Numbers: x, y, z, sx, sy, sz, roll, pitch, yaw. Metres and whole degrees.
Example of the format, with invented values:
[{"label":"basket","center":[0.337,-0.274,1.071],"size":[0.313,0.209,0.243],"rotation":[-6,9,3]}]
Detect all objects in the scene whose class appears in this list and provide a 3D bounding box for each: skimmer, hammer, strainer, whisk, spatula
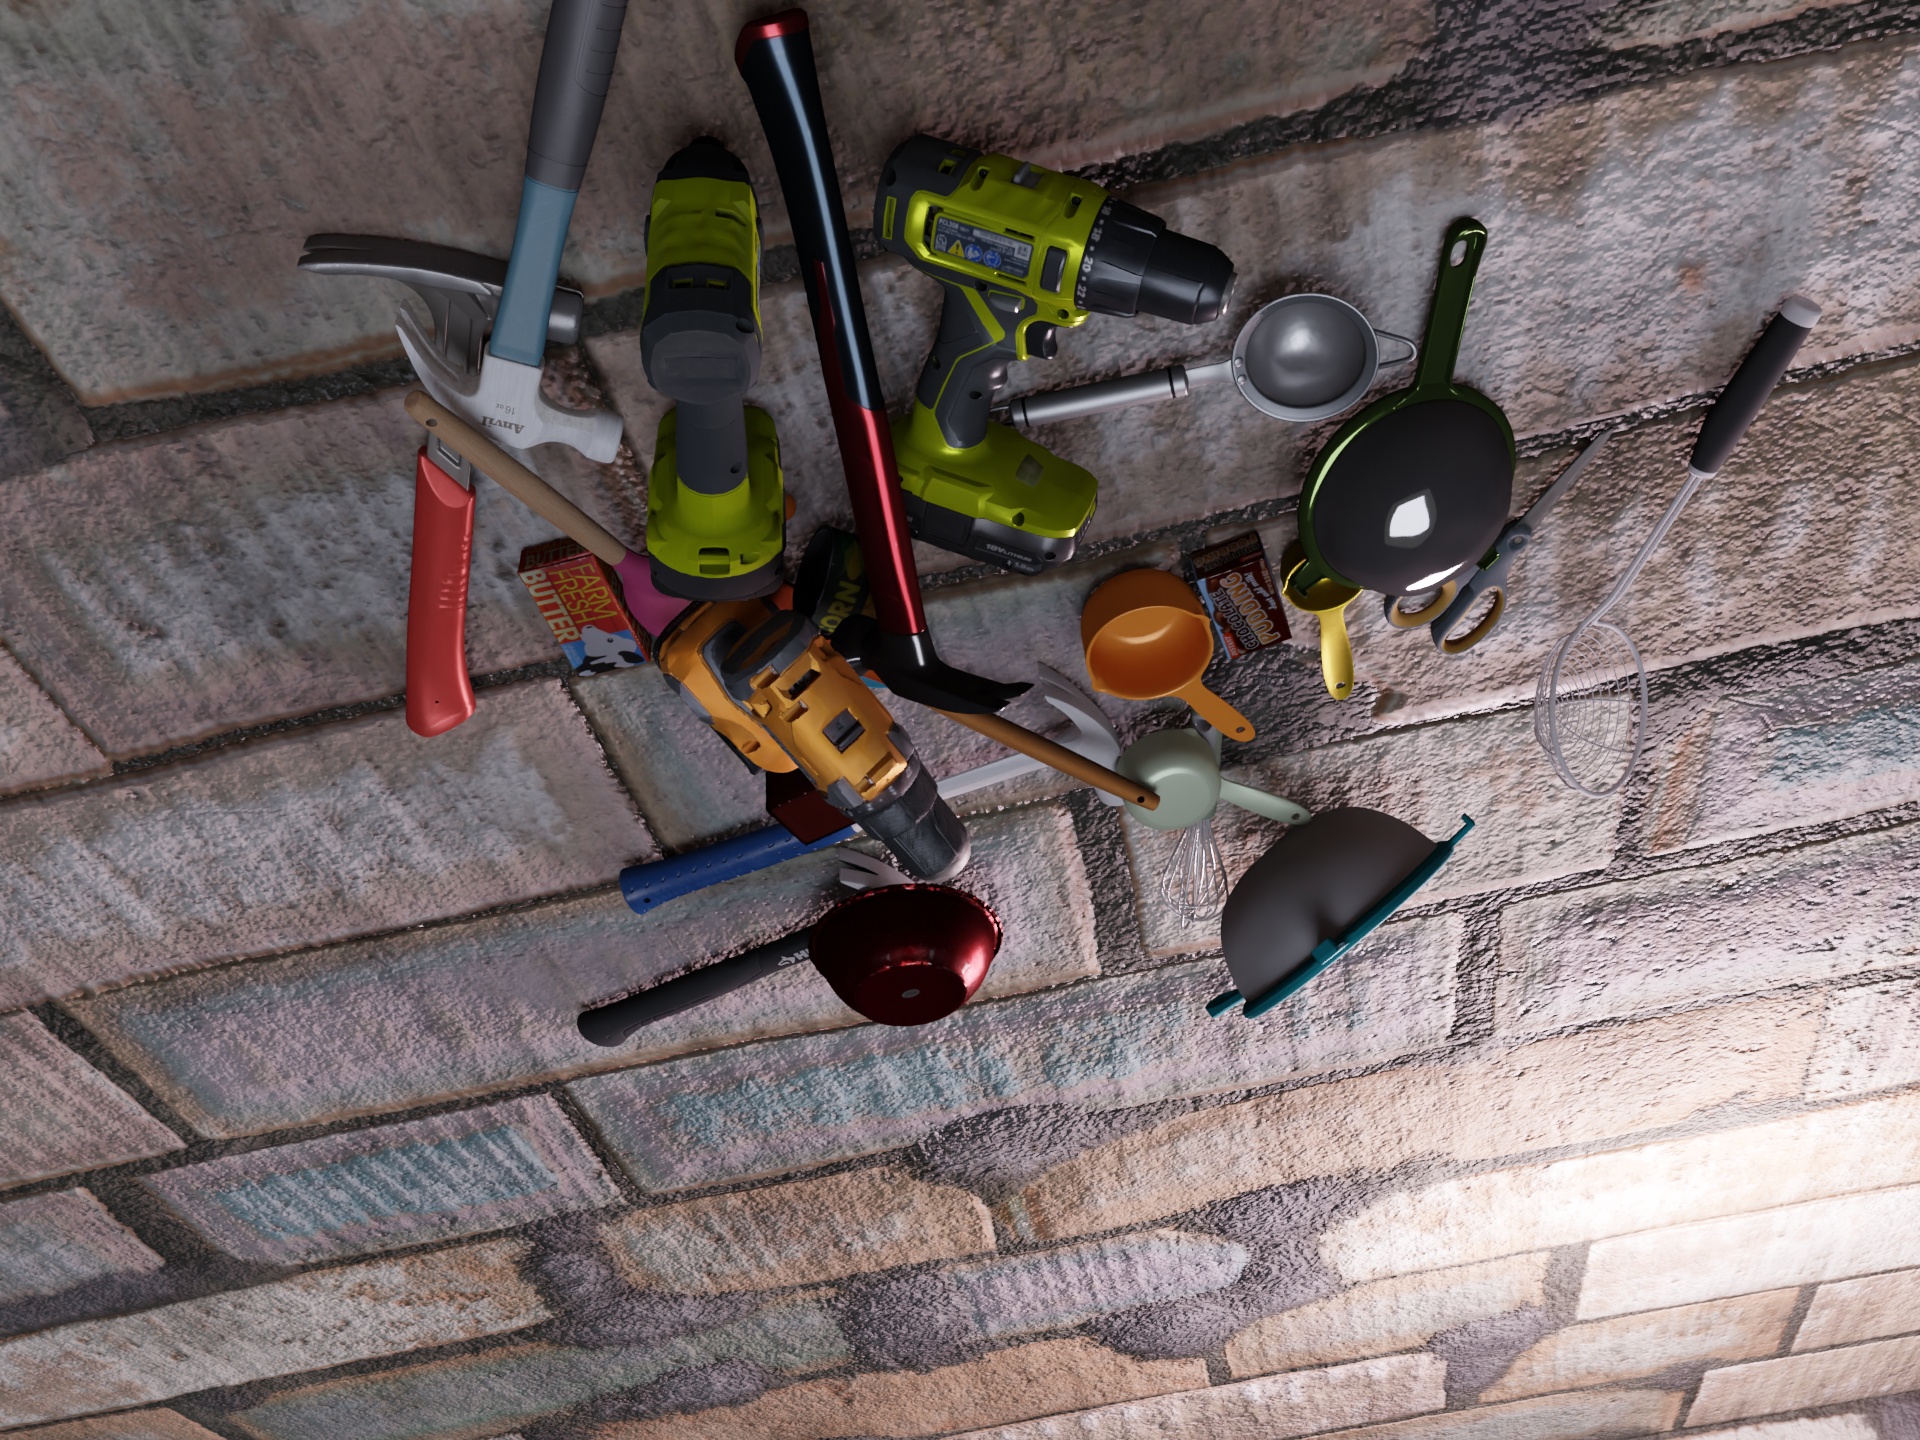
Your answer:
[{"label":"skimmer","center":[0.491,-0.104,1.071],"size":[0.127,0.090,0.363],"rotation":[-20,143,-35]},{"label":"hammer","center":[-0.076,0.068,1.215],"size":[0.405,0.035,0.143],"rotation":[-19,135,12]},{"label":"hammer","center":[-0.048,-0.180,0.869],"size":[0.038,0.143,0.386],"rotation":[-35,128,-35]},{"label":"strainer","center":[0.259,0.162,1.310],"size":[0.211,0.095,0.340],"rotation":[-34,169,-30]},{"label":"hammer","center":[-0.203,-0.287,0.807],"size":[0.128,0.033,0.330],"rotation":[11,126,-19]},{"label":"hammer","center":[-0.181,0.205,1.344],"size":[0.335,0.035,0.146],"rotation":[-23,134,16]},{"label":"whisk","center":[0.188,0.077,1.251],"size":[0.058,0.059,0.246],"rotation":[14,135,19]},{"label":"strainer","center":[0.138,-0.208,0.956],"size":[0.258,0.050,0.086],"rotation":[-10,130,11]},{"label":"hammer","center":[-0.329,-0.126,0.983],"size":[0.149,0.037,0.358],"rotation":[8,134,-15]},{"label":"strainer","center":[0.296,-0.173,0.974],"size":[0.151,0.069,0.256],"rotation":[-9,130,-12]},{"label":"spatula","center":[-0.002,-0.004,1.107],"size":[0.322,0.041,0.081],"rotation":[25,109,-11]}]

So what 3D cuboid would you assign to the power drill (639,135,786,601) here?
[{"label":"power drill","center":[-0.135,-0.186,0.864],"size":[0.080,0.171,0.223],"rotation":[0,144,-7]}]

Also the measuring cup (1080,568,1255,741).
[{"label":"measuring cup","center":[0.153,-0.043,1.119],"size":[0.095,0.052,0.173],"rotation":[-34,132,25]}]

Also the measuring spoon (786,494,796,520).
[{"label":"measuring spoon","center":[-0.132,-0.098,1.041],"size":[0.021,0.011,0.116],"rotation":[-10,140,-44]}]

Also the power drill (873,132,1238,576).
[{"label":"power drill","center":[0.040,-0.197,0.892],"size":[0.190,0.080,0.228],"rotation":[20,136,8]}]

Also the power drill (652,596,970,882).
[{"label":"power drill","center":[-0.088,0.006,0.963],"size":[0.084,0.226,0.185],"rotation":[-44,114,-10]}]

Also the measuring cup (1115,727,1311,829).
[{"label":"measuring cup","center":[0.196,0.061,1.188],"size":[0.167,0.038,0.083],"rotation":[19,123,-18]}]

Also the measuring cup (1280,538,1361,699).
[{"label":"measuring cup","center":[0.259,-0.073,1.120],"size":[0.062,0.029,0.156],"rotation":[-15,138,7]}]

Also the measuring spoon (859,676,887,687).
[{"label":"measuring spoon","center":[-0.100,-0.046,1.112],"size":[0.128,0.021,0.042],"rotation":[15,113,-33]}]

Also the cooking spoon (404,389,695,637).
[{"label":"cooking spoon","center":[-0.223,-0.111,0.962],"size":[0.069,0.017,0.318],"rotation":[-26,151,13]}]
